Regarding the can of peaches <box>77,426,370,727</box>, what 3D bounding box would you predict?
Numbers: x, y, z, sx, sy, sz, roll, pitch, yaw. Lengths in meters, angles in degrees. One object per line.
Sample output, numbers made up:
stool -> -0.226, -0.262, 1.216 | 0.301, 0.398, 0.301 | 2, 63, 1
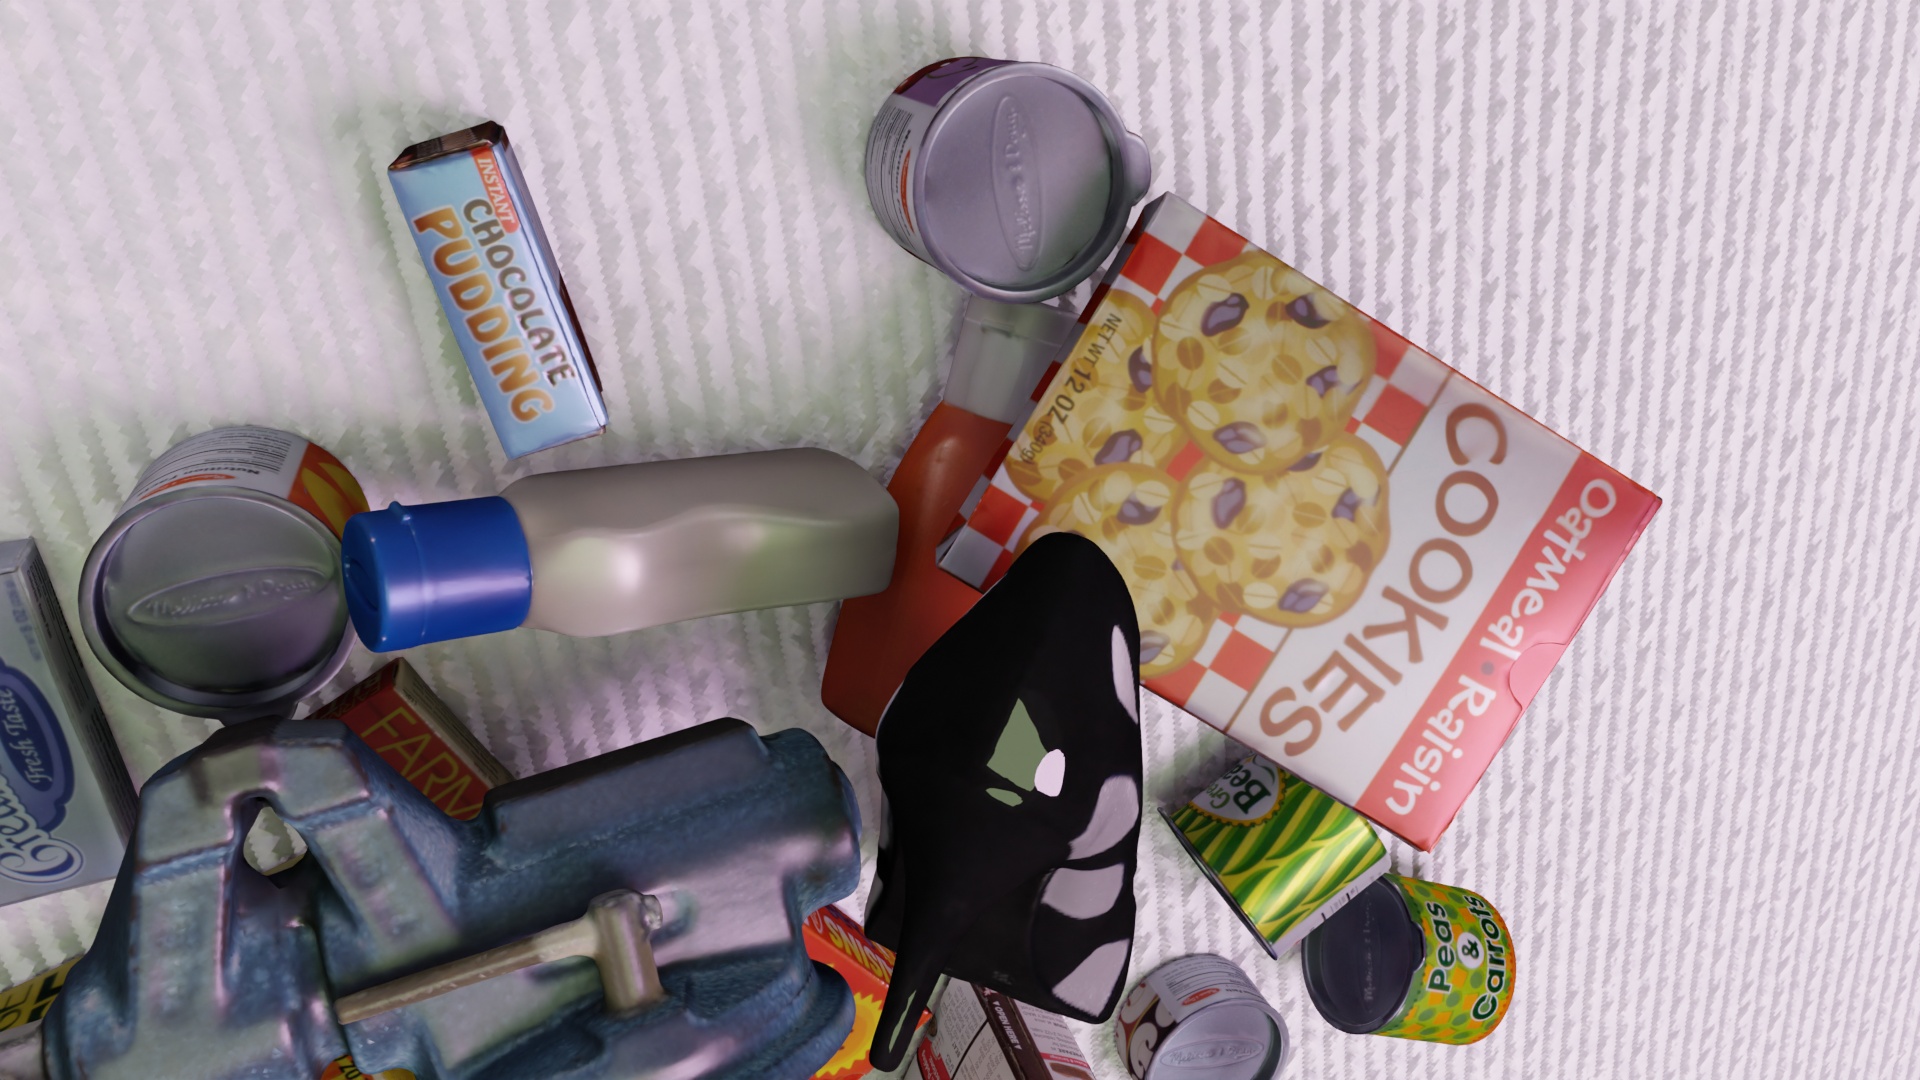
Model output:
can of peaches -> -0.199, 0.009, 0.385 | 0.071, 0.058, 0.071 | -7, 113, -17

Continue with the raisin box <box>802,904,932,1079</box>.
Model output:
raisin box -> -0.079, 0.158, 0.482 | 0.086, 0.040, 0.123 | -41, 130, -2

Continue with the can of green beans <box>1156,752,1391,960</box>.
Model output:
can of green beans -> 0.122, 0.116, 0.534 | 0.058, 0.071, 0.071 | -38, 118, -2

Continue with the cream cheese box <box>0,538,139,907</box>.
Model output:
cream cheese box -> -0.276, 0.055, 0.394 | 0.053, 0.024, 0.103 | -12, 114, -14

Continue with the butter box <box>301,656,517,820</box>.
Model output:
butter box -> -0.169, 0.090, 0.446 | 0.053, 0.024, 0.103 | -35, 118, -4

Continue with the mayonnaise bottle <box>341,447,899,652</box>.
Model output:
mayonnaise bottle -> -0.093, 0.002, 0.393 | 0.148, 0.065, 0.041 | -9, 116, -37

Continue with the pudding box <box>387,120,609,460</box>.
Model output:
pudding box -> -0.126, -0.069, 0.384 | 0.030, 0.050, 0.083 | -20, 116, -9

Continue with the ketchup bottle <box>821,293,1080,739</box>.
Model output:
ketchup bottle -> 0.002, -0.006, 0.450 | 0.043, 0.065, 0.148 | -10, 118, -64

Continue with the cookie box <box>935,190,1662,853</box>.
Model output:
cookie box -> 0.096, -0.004, 0.406 | 0.167, 0.040, 0.123 | 31, 95, -4

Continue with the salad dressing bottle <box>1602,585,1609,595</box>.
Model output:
salad dressing bottle -> 0.165, 0.028, 0.520 | 0.148, 0.064, 0.044 | -24, 109, 0

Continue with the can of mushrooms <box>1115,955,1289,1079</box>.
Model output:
can of mushrooms -> 0.100, 0.212, 0.583 | 0.071, 0.033, 0.070 | -7, 113, -17

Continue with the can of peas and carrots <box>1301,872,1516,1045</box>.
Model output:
can of peas and carrots -> 0.187, 0.173, 0.577 | 0.059, 0.071, 0.070 | 16, 105, -25

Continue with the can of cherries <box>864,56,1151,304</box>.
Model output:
can of cherries -> 0.012, -0.108, 0.412 | 0.071, 0.058, 0.071 | -6, 111, -17

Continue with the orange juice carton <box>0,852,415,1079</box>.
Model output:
orange juice carton -> -0.264, 0.177, 0.419 | 0.193, 0.073, 0.071 | -25, 117, -8
